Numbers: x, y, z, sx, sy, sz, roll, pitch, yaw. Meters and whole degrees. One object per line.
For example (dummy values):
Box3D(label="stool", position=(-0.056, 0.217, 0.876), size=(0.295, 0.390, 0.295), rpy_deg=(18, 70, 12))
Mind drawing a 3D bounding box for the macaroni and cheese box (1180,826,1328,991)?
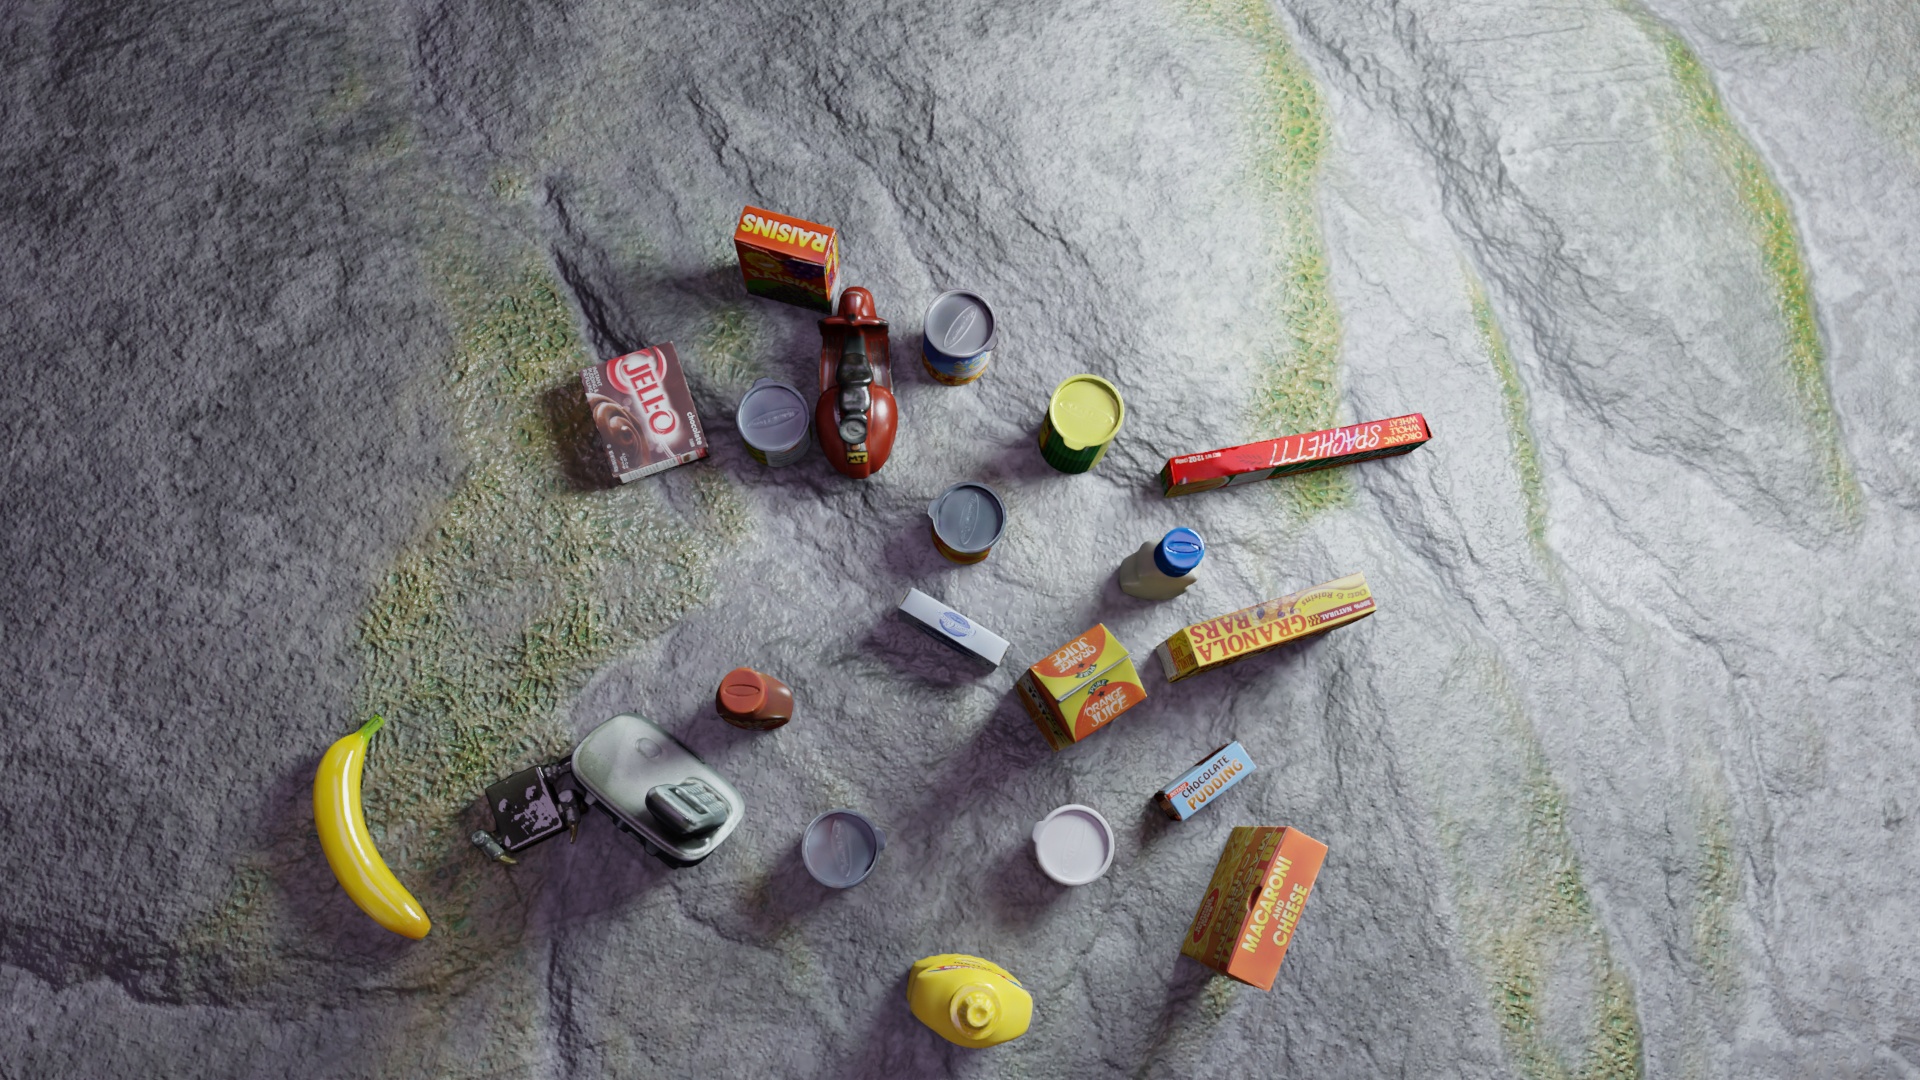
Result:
Box3D(label="macaroni and cheese box", position=(0.239, 0.300, 1.149), size=(0.040, 0.166, 0.124), rpy_deg=(26, 78, 2))

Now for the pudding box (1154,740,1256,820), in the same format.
Box3D(label="pudding box", position=(0.216, 0.212, 1.228), size=(0.084, 0.049, 0.030), rpy_deg=(-34, 82, -10))

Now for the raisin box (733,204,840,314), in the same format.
Box3D(label="raisin box", position=(-0.157, -0.255, 1.273), size=(0.086, 0.123, 0.040), rpy_deg=(16, 78, 0))

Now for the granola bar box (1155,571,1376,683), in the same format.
Box3D(label="granola bar box", position=(0.266, 0.079, 1.222), size=(0.166, 0.124, 0.039), rpy_deg=(-17, 79, -7))

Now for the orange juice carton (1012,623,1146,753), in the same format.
Box3D(label="orange juice carton", position=(0.100, 0.125, 1.167), size=(0.072, 0.192, 0.073), rpy_deg=(-31, 81, -9))

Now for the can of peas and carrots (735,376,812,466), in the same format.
Box3D(label="can of peas and carrots", position=(-0.171, -0.108, 1.272), size=(0.071, 0.058, 0.071), rpy_deg=(1, 78, -3))

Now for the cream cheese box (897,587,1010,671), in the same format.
Box3D(label="cream cheese box", position=(-0.007, 0.080, 1.242), size=(0.104, 0.053, 0.024), rpy_deg=(30, 78, 3))

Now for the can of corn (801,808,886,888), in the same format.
Box3D(label="can of corn", position=(-0.099, 0.264, 1.193), size=(0.071, 0.058, 0.071), rpy_deg=(1, 78, -3))

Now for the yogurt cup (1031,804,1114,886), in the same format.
Box3D(label="yogurt cup", position=(0.096, 0.265, 1.207), size=(0.072, 0.054, 0.072), rpy_deg=(1, 78, -3))

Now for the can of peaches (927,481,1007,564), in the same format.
Box3D(label="can of peaches", position=(0.005, -0.016, 1.262), size=(0.071, 0.058, 0.071), rpy_deg=(1, 78, -3))

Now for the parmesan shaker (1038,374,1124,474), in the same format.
Box3D(label="parmesan shaker", position=(0.107, -0.101, 1.264), size=(0.071, 0.103, 0.071), rpy_deg=(1, 78, -3))

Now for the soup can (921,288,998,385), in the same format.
Box3D(label="soup can", position=(0.000, -0.185, 1.287), size=(0.071, 0.083, 0.071), rpy_deg=(1, 78, -3))

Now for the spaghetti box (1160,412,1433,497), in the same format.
Box3D(label="spaghetti box", position=(0.312, -0.080, 1.299), size=(0.250, 0.050, 0.029), rpy_deg=(-11, 79, -6))

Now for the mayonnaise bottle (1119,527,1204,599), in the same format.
Box3D(label="mayonnaise bottle", position=(0.181, 0.021, 1.218), size=(0.065, 0.147, 0.041), rpy_deg=(4, 78, -2))

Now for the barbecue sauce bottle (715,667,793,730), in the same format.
Box3D(label="barbecue sauce bottle", position=(-0.177, 0.133, 1.171), size=(0.065, 0.148, 0.044), rpy_deg=(2, 78, -3))
